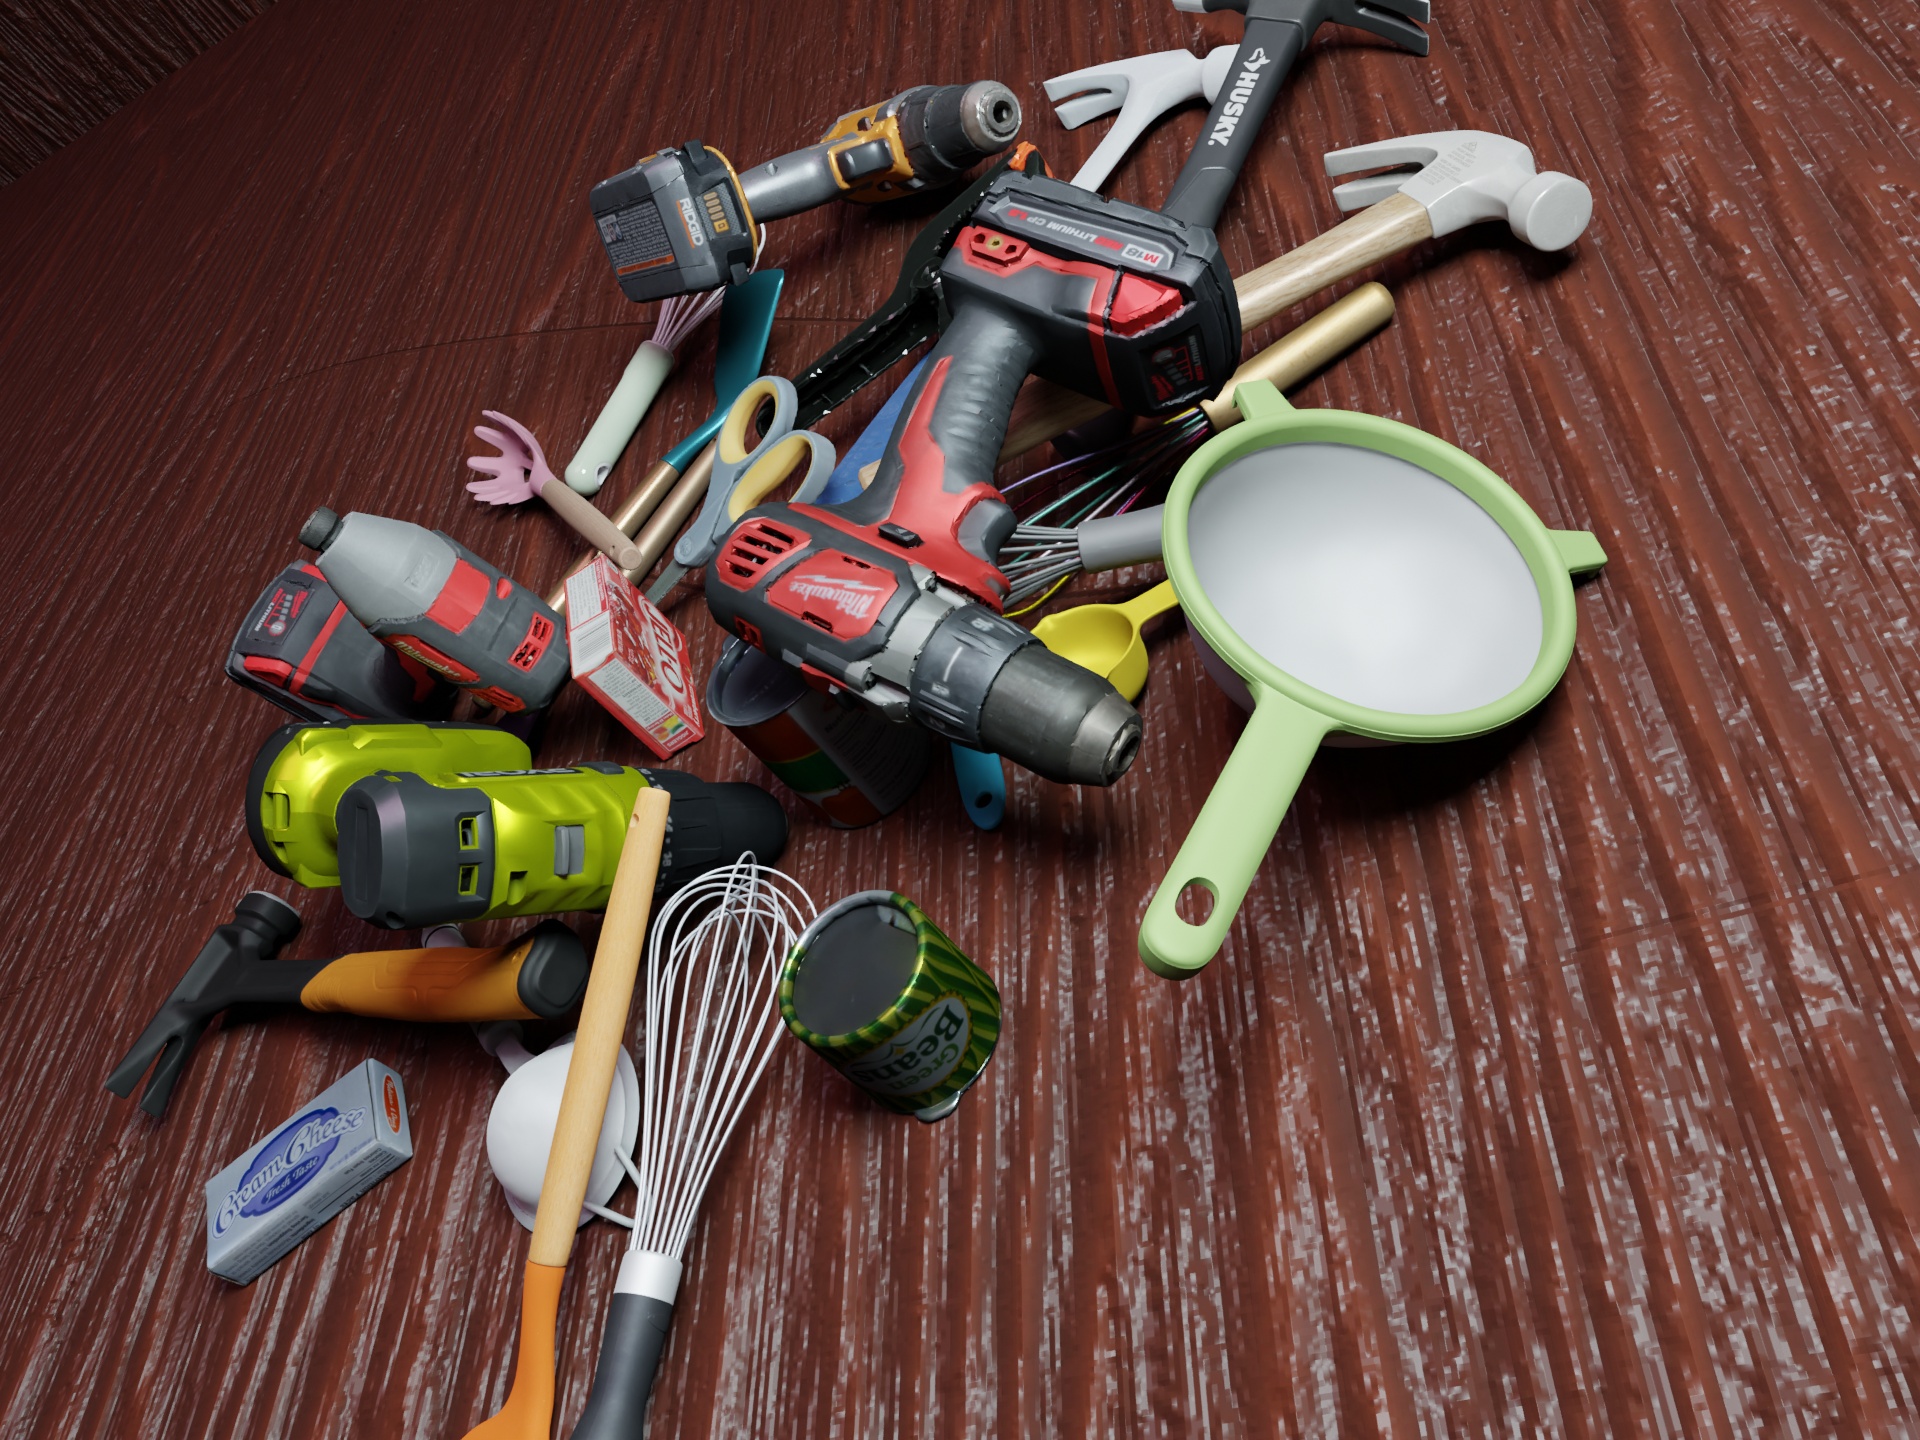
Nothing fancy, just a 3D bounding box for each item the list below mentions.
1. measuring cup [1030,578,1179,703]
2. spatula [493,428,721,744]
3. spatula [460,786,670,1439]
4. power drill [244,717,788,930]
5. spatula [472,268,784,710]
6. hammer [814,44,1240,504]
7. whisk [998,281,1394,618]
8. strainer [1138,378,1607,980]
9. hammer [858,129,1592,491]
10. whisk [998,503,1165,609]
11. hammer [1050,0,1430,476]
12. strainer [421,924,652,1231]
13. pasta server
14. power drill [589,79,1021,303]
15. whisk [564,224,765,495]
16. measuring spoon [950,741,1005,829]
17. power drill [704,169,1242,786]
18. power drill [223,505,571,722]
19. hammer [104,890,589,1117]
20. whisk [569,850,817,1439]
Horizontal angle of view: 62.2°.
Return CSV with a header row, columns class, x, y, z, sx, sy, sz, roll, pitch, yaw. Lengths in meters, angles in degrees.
class,x,y,z,sx,sy,sz,roll,pitch,yaw
measuring cup,0.095,-0.045,0.677,0.156,0.029,0.062,-29,34,-5
spatula,-0.219,-0.048,0.913,0.060,0.018,0.316,10,62,49
spatula,-0.159,0.181,0.606,0.081,0.041,0.323,-1,74,46
power drill,-0.210,0.045,0.730,0.229,0.190,0.080,5,95,49
spatula,-0.200,-0.140,0.962,0.082,0.044,0.317,12,63,55
hammer,0.014,-0.230,0.887,0.144,0.035,0.405,17,66,44
whisk,0.096,-0.124,0.734,0.245,0.051,0.047,-34,68,1
strainer,0.116,-0.003,0.557,0.151,0.069,0.256,28,56,9
hammer,0.104,-0.178,0.724,0.331,0.031,0.130,-27,37,2
whisk,0.054,-0.074,0.676,0.239,0.055,0.055,-10,48,16
hammer,0.127,-0.267,0.817,0.146,0.035,0.335,17,70,22
strainer,-0.208,0.147,0.719,0.259,0.050,0.087,32,91,51
pasta server,-0.249,-0.135,0.965,0.316,0.040,0.060,36,113,57
power drill,-0.086,-0.324,0.950,0.226,0.084,0.185,-29,22,-25
whisk,-0.199,-0.251,1.059,0.059,0.057,0.246,20,69,12
measuring spoon,-0.001,-0.002,0.705,0.042,0.021,0.129,-29,41,13
power drill,0.027,-0.092,0.628,0.188,0.080,0.227,27,76,26
power drill,-0.310,-0.049,0.856,0.220,0.143,0.079,-12,50,52
hammer,-0.293,0.132,0.759,0.337,0.034,0.127,-9,44,41
whisk,-0.111,0.179,0.605,0.070,0.070,0.285,-10,54,30
